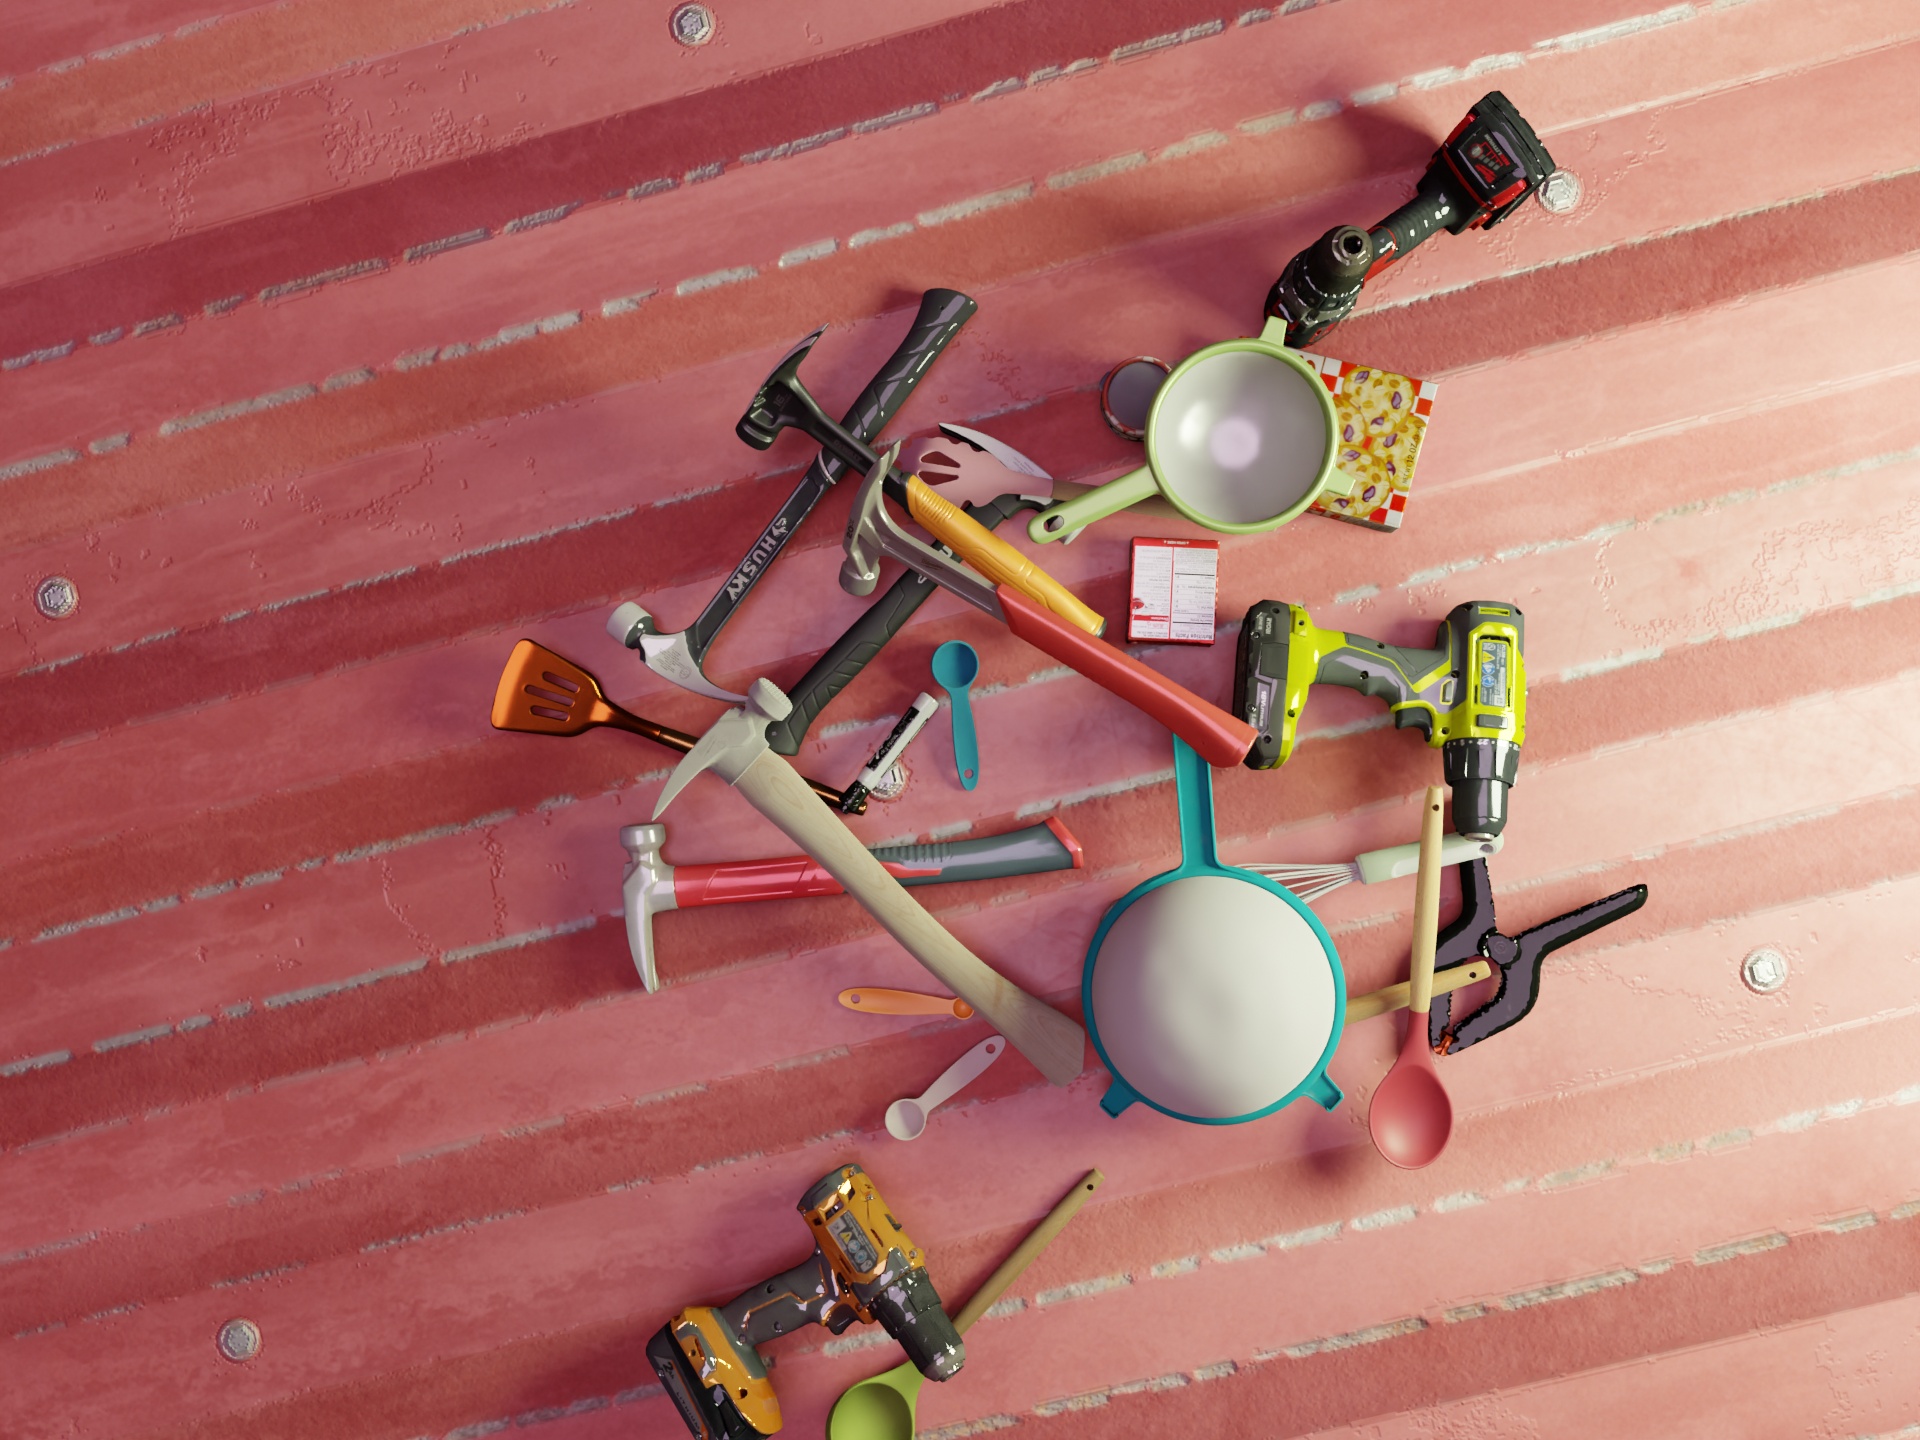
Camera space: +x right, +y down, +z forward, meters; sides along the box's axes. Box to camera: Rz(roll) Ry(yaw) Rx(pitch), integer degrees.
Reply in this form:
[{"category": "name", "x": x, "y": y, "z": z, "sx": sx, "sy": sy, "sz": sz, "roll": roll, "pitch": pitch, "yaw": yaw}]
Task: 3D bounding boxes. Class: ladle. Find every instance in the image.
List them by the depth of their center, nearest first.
[{"category": "ladle", "x": 0.364, "y": 0.205, "z": 1.259, "sx": 0.069, "sy": 0.031, "sz": 0.315, "roll": 0, "pitch": 103, "yaw": -1}, {"category": "ladle", "x": 0.009, "y": 0.497, "z": 1.318, "sx": 0.078, "sy": 0.062, "sz": 0.320, "roll": 43, "pitch": 89, "yaw": -7}]

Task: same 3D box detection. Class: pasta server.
[{"category": "pasta server", "x": 0.101, "y": -0.184, "z": 1.297, "sx": 0.316, "sy": 0.040, "sz": 0.060, "roll": 9, "pitch": 91, "yaw": -2}]

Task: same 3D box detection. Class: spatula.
[{"category": "spatula", "x": -0.232, "y": 0.021, "z": 1.340, "sx": 0.322, "sy": 0.041, "sz": 0.081, "roll": 20, "pitch": 90, "yaw": 2}]

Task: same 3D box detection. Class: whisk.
[{"category": "whisk", "x": 0.318, "y": 0.124, "z": 1.294, "sx": 0.246, "sy": 0.059, "sz": 0.057, "roll": -14, "pitch": 129, "yaw": 8}]

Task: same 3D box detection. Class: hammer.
[{"category": "hammer", "x": 0.071, "y": -0.075, "z": 1.234, "sx": 0.359, "sy": 0.149, "sz": 0.037, "roll": 31, "pitch": 49, "yaw": 7}, {"category": "hammer", "x": -0.017, "y": -0.170, "z": 1.264, "sx": 0.336, "sy": 0.127, "sz": 0.034, "roll": 37, "pitch": 47, "yaw": -10}, {"category": "hammer", "x": -0.063, "y": 0.157, "z": 1.296, "sx": 0.410, "sy": 0.038, "sz": 0.146, "roll": 44, "pitch": 97, "yaw": -3}, {"category": "hammer", "x": -0.120, "y": -0.193, "z": 1.330, "sx": 0.149, "sy": 0.036, "sz": 0.409, "roll": 37, "pitch": 90, "yaw": 14}, {"category": "hammer", "x": -0.089, "y": 0.142, "z": 1.333, "sx": 0.386, "sy": 0.038, "sz": 0.143, "roll": -5, "pitch": 91, "yaw": 3}, {"category": "hammer", "x": -0.058, "y": -0.099, "z": 1.334, "sx": 0.146, "sy": 0.035, "sz": 0.335, "roll": 44, "pitch": 92, "yaw": 2}]

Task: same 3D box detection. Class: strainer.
[{"category": "strainer", "x": 0.190, "y": 0.159, "z": 1.242, "sx": 0.211, "sy": 0.095, "sz": 0.340, "roll": -5, "pitch": 91, "yaw": 11}, {"category": "strainer", "x": 0.171, "y": -0.200, "z": 1.265, "sx": 0.256, "sy": 0.069, "sz": 0.151, "roll": -24, "pitch": 93, "yaw": 5}]

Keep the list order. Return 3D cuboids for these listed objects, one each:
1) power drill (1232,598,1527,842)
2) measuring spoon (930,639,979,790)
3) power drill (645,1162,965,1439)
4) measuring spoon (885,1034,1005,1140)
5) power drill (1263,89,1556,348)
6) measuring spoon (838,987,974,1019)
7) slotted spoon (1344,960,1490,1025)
[{"category": "power drill", "x": 0.338, "y": -0.006, "z": 1.277, "sx": 0.228, "sy": 0.080, "sz": 0.191, "roll": 6, "pitch": 76, "yaw": 3}, {"category": "measuring spoon", "x": -0.002, "y": -0.004, "z": 1.342, "sx": 0.042, "sy": 0.021, "sz": 0.128, "roll": -10, "pitch": 98, "yaw": -19}, {"category": "power drill", "x": -0.120, "y": 0.502, "z": 1.292, "sx": 0.226, "sy": 0.084, "sz": 0.185, "roll": -40, "pitch": 66, "yaw": 0}, {"category": "measuring spoon", "x": -0.011, "y": 0.307, "z": 1.342, "sx": 0.124, "sy": 0.018, "sz": 0.034, "roll": -39, "pitch": 88, "yaw": -4}, {"category": "power drill", "x": 0.345, "y": -0.387, "z": 1.240, "sx": 0.226, "sy": 0.188, "sz": 0.080, "roll": -36, "pitch": 89, "yaw": -2}, {"category": "measuring spoon", "x": -0.046, "y": 0.239, "z": 1.346, "sx": 0.117, "sy": 0.011, "sz": 0.021, "roll": 3, "pitch": 89, "yaw": 7}, {"category": "slotted spoon", "x": 0.277, "y": 0.249, "z": 1.300, "sx": 0.314, "sy": 0.031, "sz": 0.070, "roll": -19, "pitch": 93, "yaw": 8}]
